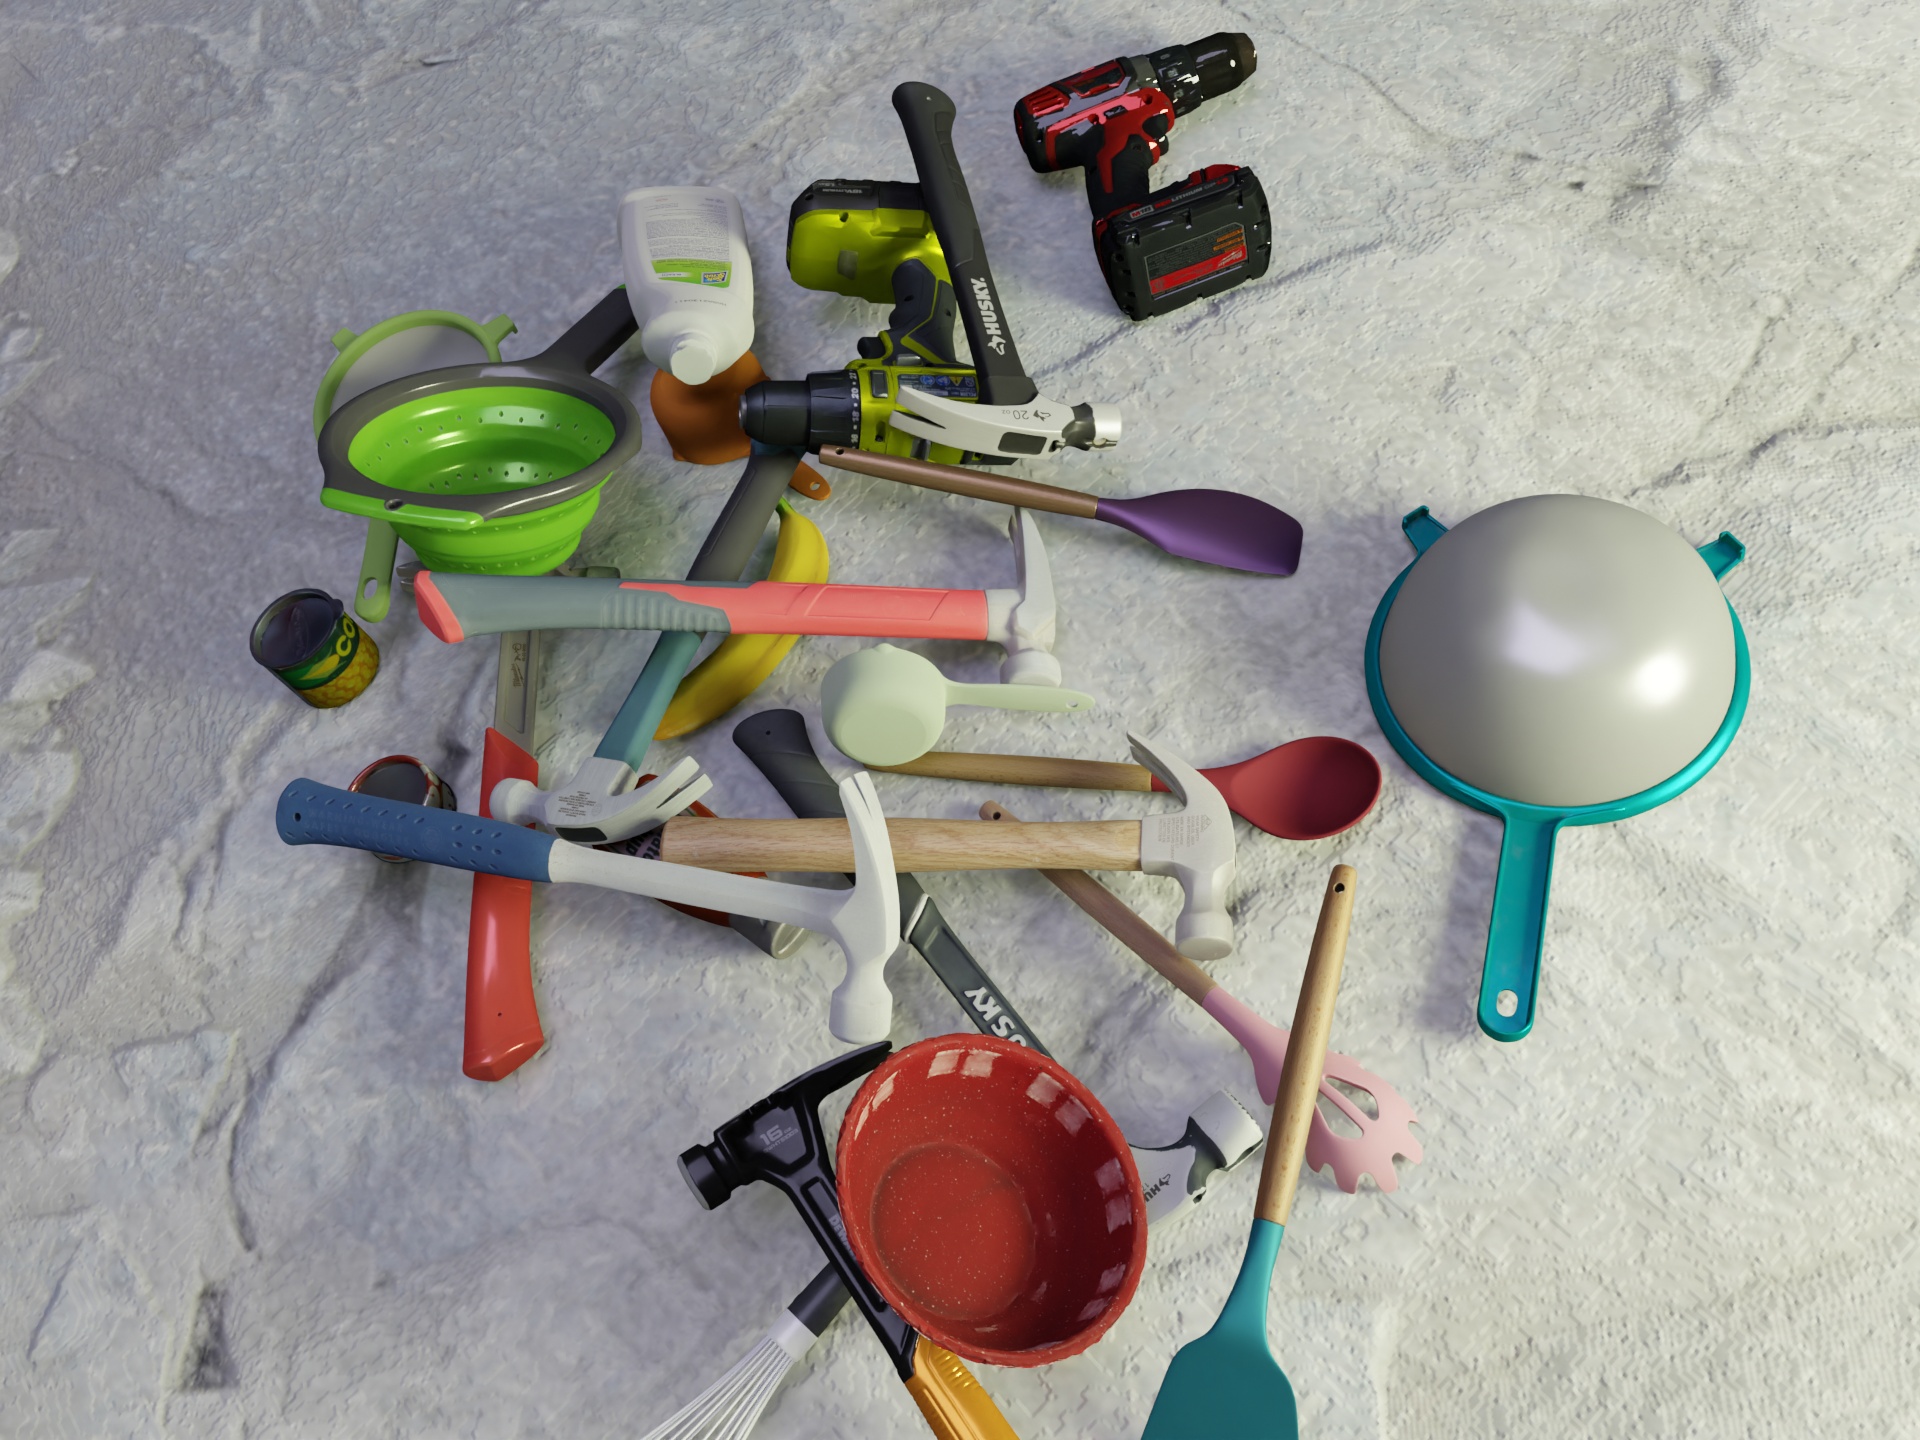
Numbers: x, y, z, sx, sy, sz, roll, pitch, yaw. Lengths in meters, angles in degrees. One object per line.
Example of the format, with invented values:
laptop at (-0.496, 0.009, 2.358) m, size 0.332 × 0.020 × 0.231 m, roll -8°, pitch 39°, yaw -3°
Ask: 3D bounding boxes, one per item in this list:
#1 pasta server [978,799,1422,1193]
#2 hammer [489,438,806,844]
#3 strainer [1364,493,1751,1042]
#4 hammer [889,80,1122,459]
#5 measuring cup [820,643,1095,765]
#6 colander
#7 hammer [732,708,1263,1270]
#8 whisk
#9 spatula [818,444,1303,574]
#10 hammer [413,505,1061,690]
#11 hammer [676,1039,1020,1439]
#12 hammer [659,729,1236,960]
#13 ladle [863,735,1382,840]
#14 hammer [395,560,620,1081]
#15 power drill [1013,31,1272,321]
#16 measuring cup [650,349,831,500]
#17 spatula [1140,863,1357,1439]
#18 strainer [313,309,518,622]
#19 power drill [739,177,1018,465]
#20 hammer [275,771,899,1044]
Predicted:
pasta server at (0.119, 0.139, 0.879) m, size 0.060 × 0.040 × 0.316 m, roll -43°, pitch 55°, yaw -12°
hammer at (-0.175, -0.066, 1.026) m, size 0.128 × 0.033 × 0.331 m, roll 8°, pitch 59°, yaw 25°
strainer at (0.317, 0.001, 0.863) m, size 0.211 × 0.095 × 0.341 m, roll 8°, pitch 62°, yaw 19°
hammer at (-0.002, -0.315, 1.082) m, size 0.146 × 0.035 × 0.335 m, roll -3°, pitch 60°, yaw -19°
measuring cup at (-0.002, -0.003, 0.958) m, size 0.167 × 0.083 × 0.038 m, roll 2°, pitch 48°, yaw -2°
colander at (-0.294, -0.203, 1.129) m, size 0.204 × 0.094 × 0.397 m, roll 11°, pitch 37°, yaw 10°
hammer at (-0.017, 0.132, 0.913) m, size 0.149 × 0.036 × 0.409 m, roll -38°, pitch 58°, yaw -7°
whisk at (-0.108, 0.337, 0.807) m, size 0.070 × 0.070 × 0.284 m, roll 33°, pitch 69°, yaw 28°
spatula at (0.063, -0.144, 1.025) m, size 0.316 × 0.018 × 0.060 m, roll 11°, pitch 61°, yaw 5°
hammer at (-0.133, -0.082, 0.983) m, size 0.386 × 0.038 × 0.143 m, roll 1°, pitch 57°, yaw -11°
hammer at (-0.002, 0.319, 0.774) m, size 0.127 × 0.034 × 0.337 m, roll -30°, pitch 65°, yaw -17°
hammer at (-0.011, 0.069, 0.907) m, size 0.331 × 0.031 × 0.130 m, roll -1°, pitch 58°, yaw 11°
ladle at (0.089, 0.034, 0.946) m, size 0.315 × 0.031 × 0.069 m, roll 3°, pitch 57°, yaw 19°
hammer at (-0.299, 0.050, 1.018) m, size 0.149 × 0.036 × 0.359 m, roll 0°, pitch 61°, yaw -8°
power drill at (0.155, -0.412, 1.161) m, size 0.188 × 0.080 × 0.227 m, roll -20°, pitch 54°, yaw 2°
measuring cup at (-0.155, -0.214, 1.139) m, size 0.095 × 0.052 × 0.174 m, roll -43°, pitch 57°, yaw -12°
spatula at (0.158, 0.223, 0.785) m, size 0.082 × 0.044 × 0.318 m, roll 9°, pitch 69°, yaw 25°
strainer at (-0.407, -0.182, 1.186) m, size 0.151 × 0.069 × 0.256 m, roll -2°, pitch 69°, yaw 11°
power drill at (-0.061, -0.271, 1.107) m, size 0.190 × 0.080 × 0.229 m, roll -1°, pitch 57°, yaw -12°
hammer at (-0.223, 0.077, 0.920) m, size 0.405 × 0.035 × 0.144 m, roll 8°, pitch 100°, yaw 19°
